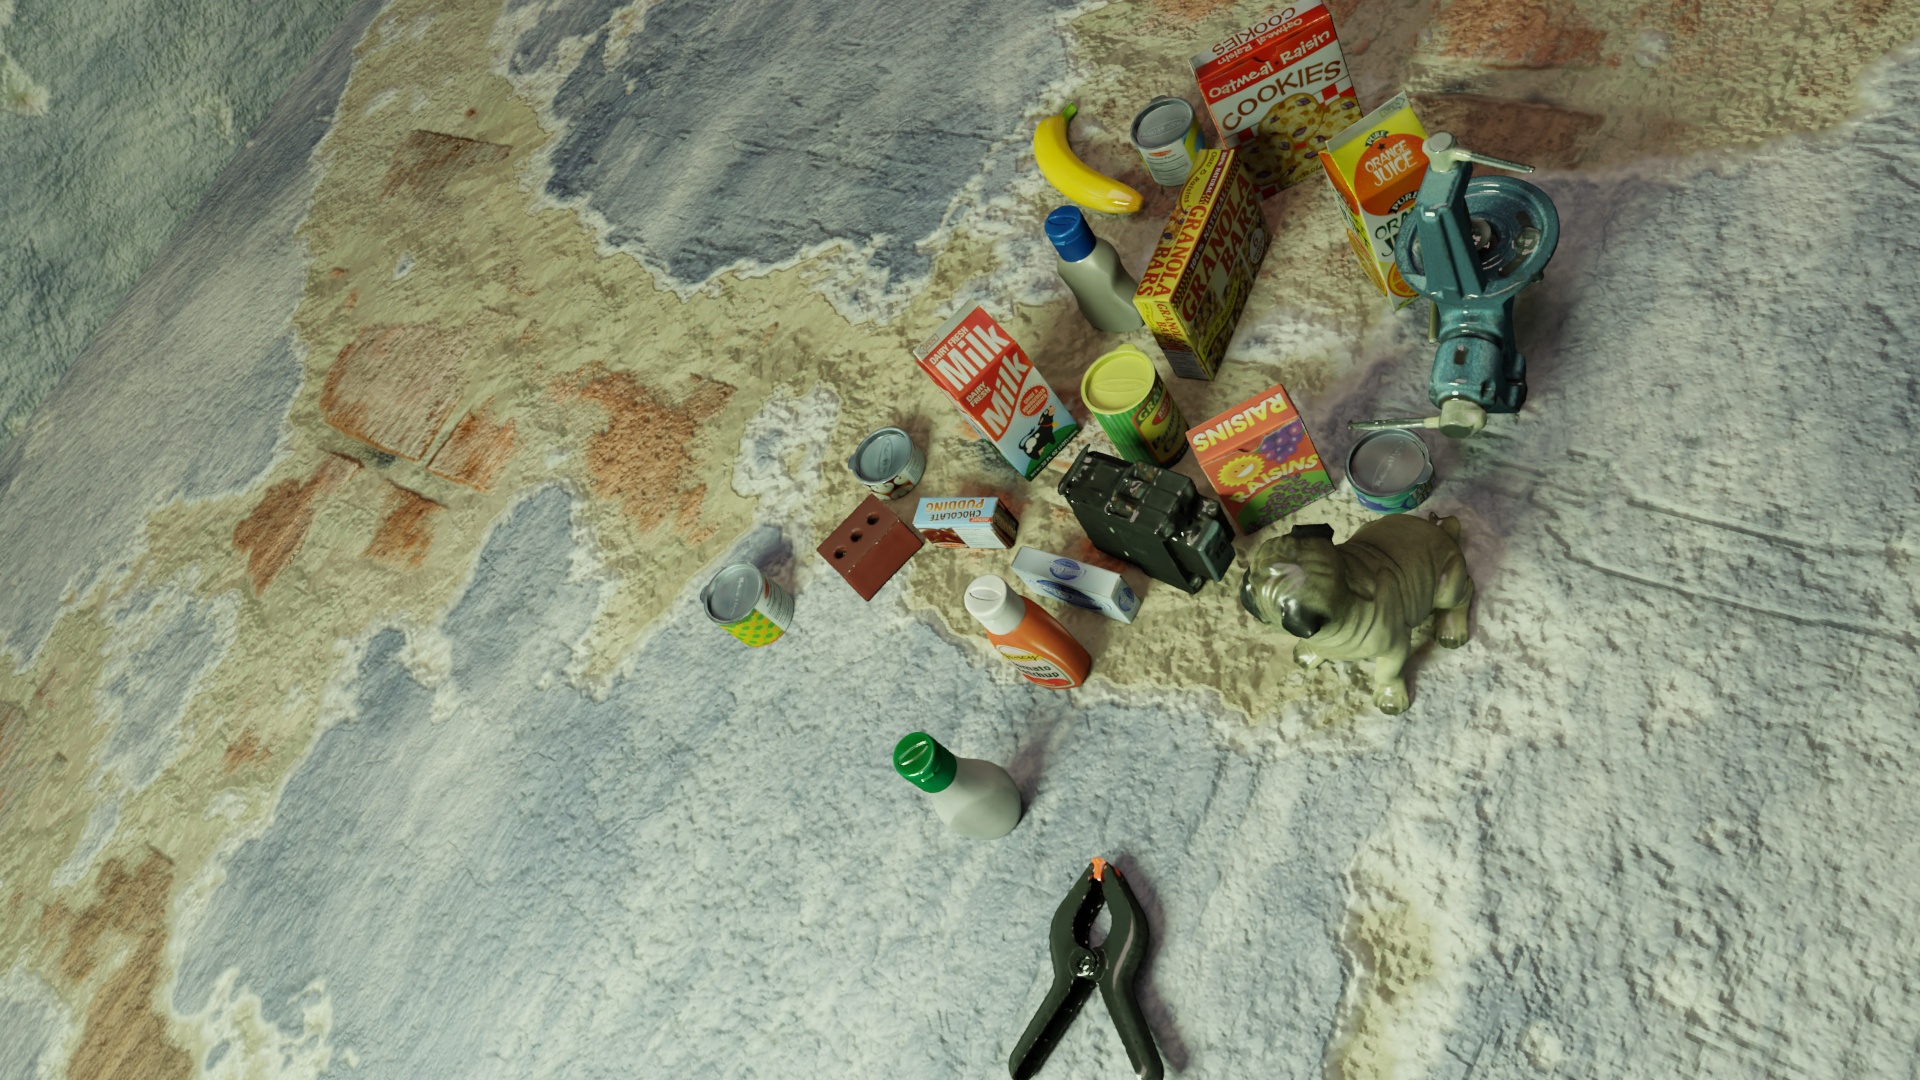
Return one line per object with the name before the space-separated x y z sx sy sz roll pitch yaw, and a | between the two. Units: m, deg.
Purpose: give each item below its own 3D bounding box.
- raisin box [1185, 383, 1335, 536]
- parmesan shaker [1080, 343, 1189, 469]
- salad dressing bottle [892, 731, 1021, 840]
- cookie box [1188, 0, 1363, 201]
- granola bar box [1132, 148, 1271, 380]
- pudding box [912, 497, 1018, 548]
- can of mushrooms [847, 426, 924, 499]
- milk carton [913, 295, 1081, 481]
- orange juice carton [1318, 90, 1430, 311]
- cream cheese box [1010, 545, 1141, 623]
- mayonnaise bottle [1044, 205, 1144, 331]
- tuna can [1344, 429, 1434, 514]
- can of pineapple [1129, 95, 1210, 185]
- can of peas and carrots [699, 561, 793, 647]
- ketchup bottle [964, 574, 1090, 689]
raisin box | 0.242 -0.062 1.117 0.086 0.123 0.040 -27 53 13
parmesan shaker | 0.155 -0.114 1.209 0.071 0.103 0.071 -14 57 22
salad dressing bottle | -0.002 0.191 1.086 0.064 0.147 0.044 -35 51 7
cookie box | 0.292 -0.396 1.261 0.123 0.167 0.040 -25 53 15
granola bar box | 0.220 -0.245 1.238 0.039 0.124 0.166 12 69 34
pudding box | 0.005 -0.016 1.269 0.083 0.049 0.030 0 63 29
can of mushrooms | -0.072 -0.075 1.358 0.071 0.033 0.071 -14 56 22
milk carton | 0.027 -0.139 1.240 0.072 0.190 0.073 -44 51 -1
orange juice carton | 0.353 -0.283 1.142 0.072 0.192 0.073 -31 52 11
cream cheese box | 0.099 0.037 1.183 0.104 0.053 0.024 17 72 35
mayonnaise bottle | 0.122 -0.249 1.280 0.065 0.147 0.041 9 67 33
tuna can | 0.347 -0.055 1.113 0.071 0.032 0.071 -14 56 22
can of pineapple | 0.209 -0.397 1.379 0.071 0.057 0.071 -14 56 22
can of peas and carrots | -0.205 0.062 1.334 0.071 0.058 0.071 -14 57 22
ketchup bottle | 0.051 0.074 1.125 0.065 0.148 0.044 5 65 32
